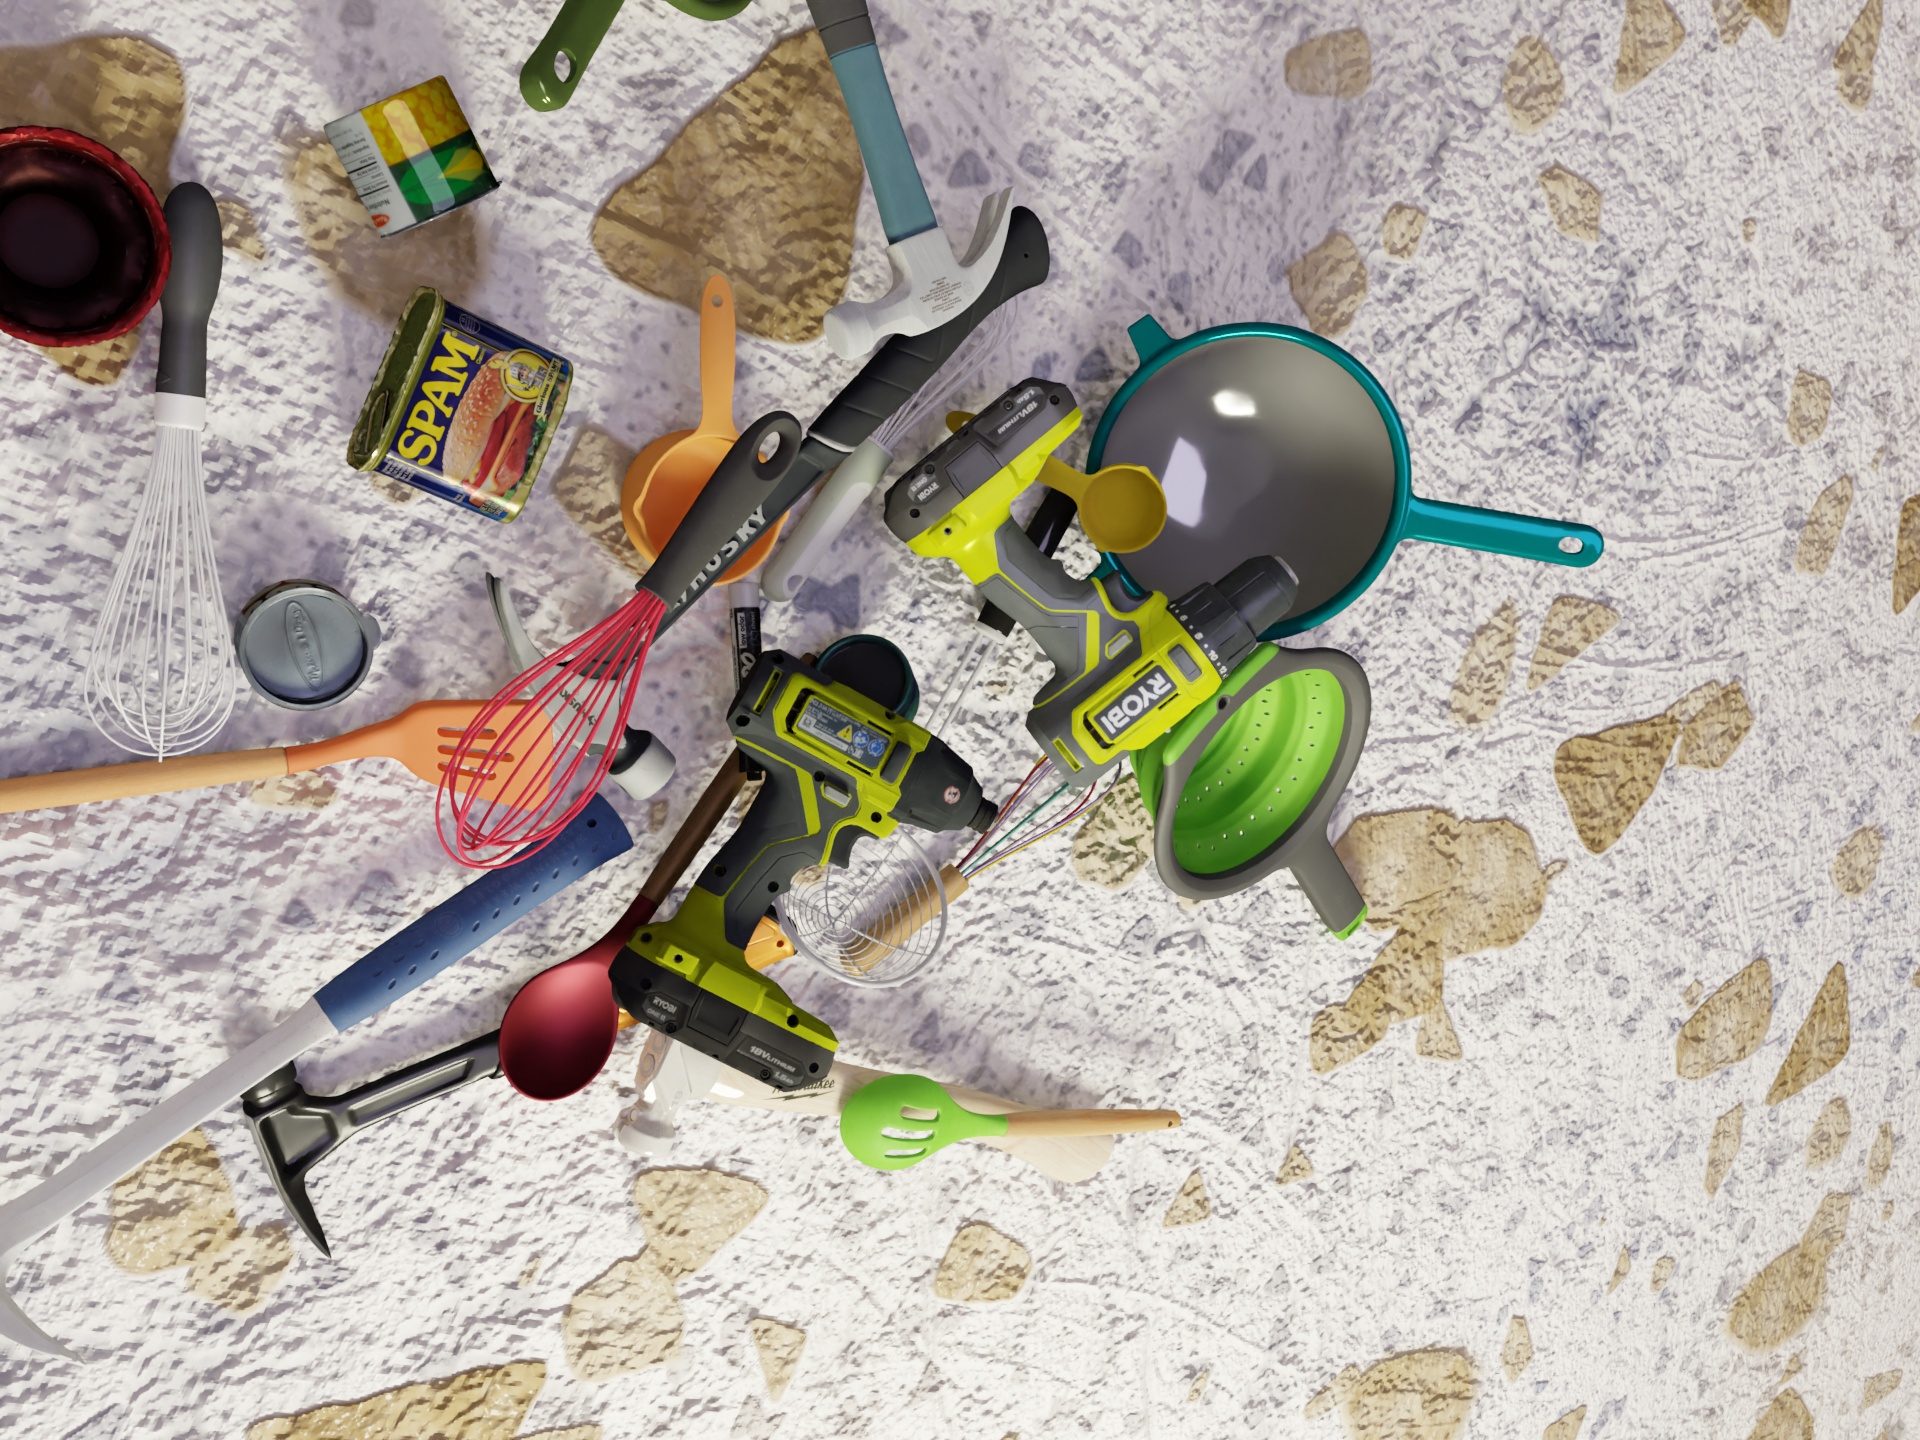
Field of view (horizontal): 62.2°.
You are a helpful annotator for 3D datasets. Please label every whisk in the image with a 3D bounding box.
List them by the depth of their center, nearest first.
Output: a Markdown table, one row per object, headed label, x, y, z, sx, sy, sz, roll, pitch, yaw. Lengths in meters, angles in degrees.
| label | x | y | z | sx | sy | sz | roll | pitch | yaw |
| --- | --- | --- | --- | --- | --- | --- | --- | --- | --- |
| whisk | -0.386 | -0.120 | 0.784 | 0.070 | 0.070 | 0.284 | 3 | 97 | -32 |
| whisk | -0.171 | -0.048 | 0.830 | 0.073 | 0.073 | 0.296 | 44 | 71 | -32 |
| whisk | -0.046 | -0.174 | 0.981 | 0.246 | 0.059 | 0.057 | -54 | 151 | -2 |
| whisk | 0.014 | 0.091 | 1.100 | 0.245 | 0.051 | 0.047 | -39 | 99 | -12 |

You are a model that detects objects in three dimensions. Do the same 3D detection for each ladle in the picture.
| label | x | y | z | sx | sy | sz | roll | pitch | yaw |
| --- | --- | --- | --- | --- | --- | --- | --- | --- | --- |
| ladle | -0.175 | 0.087 | 0.964 | 0.069 | 0.031 | 0.315 | 40 | 72 | -23 |

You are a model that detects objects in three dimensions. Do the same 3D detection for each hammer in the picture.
| label | x | y | z | sx | sy | sz | roll | pitch | yaw |
| --- | --- | --- | --- | --- | --- | --- | --- | --- | --- |
| hammer | -0.063 | -0.372 | 0.851 | 0.128 | 0.033 | 0.331 | -26 | 107 | -22 |
| hammer | -0.352 | 0.172 | 0.867 | 0.405 | 0.144 | 0.035 | -36 | 161 | -24 |
| hammer | -0.091 | -0.149 | 0.905 | 0.409 | 0.036 | 0.149 | -48 | 121 | -13 |
| hammer | -0.251 | 0.197 | 0.969 | 0.337 | 0.034 | 0.127 | -21 | 113 | -25 |
| hammer | -0.035 | 0.253 | 1.093 | 0.410 | 0.038 | 0.146 | 23 | 93 | -39 |

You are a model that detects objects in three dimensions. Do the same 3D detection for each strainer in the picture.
| label | x | y | z | sx | sy | sz | roll | pitch | yaw |
| --- | --- | --- | --- | --- | --- | --- | --- | --- | --- |
| strainer | -0.179 | -0.385 | 0.786 | 0.151 | 0.069 | 0.257 | 51 | 46 | -46 |
| strainer | 0.253 | -0.154 | 1.075 | 0.340 | 0.095 | 0.211 | 10 | 109 | 1 |

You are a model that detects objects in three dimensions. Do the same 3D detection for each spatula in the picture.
| label | x | y | z | sx | sy | sz | roll | pitch | yaw |
| --- | --- | --- | --- | --- | --- | --- | --- | --- | --- |
| spatula | -0.381 | 0.030 | 0.838 | 0.322 | 0.041 | 0.081 | -8 | 132 | -27 |

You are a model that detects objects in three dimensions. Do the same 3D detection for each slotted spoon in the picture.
| label | x | y | z | sx | sy | sz | roll | pitch | yaw |
| --- | --- | --- | --- | --- | --- | --- | --- | --- | --- |
| slotted spoon | 0.049 | 0.284 | 1.127 | 0.313 | 0.031 | 0.070 | 11 | 101 | -40 |

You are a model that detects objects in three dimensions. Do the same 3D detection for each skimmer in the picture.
| label | x | y | z | sx | sy | sz | roll | pitch | yaw |
| --- | --- | --- | --- | --- | --- | --- | --- | --- | --- |
| skimmer | -0.002 | -0.003 | 1.027 | 0.127 | 0.090 | 0.363 | 30 | 86 | -15 |

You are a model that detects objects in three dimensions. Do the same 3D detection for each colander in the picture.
| label | x | y | z | sx | sy | sz | roll | pitch | yaw |
| --- | --- | --- | --- | --- | --- | --- | --- | --- | --- |
| colander | 0.223 | 0.059 | 1.194 | 0.204 | 0.095 | 0.396 | -46 | 140 | -5 |

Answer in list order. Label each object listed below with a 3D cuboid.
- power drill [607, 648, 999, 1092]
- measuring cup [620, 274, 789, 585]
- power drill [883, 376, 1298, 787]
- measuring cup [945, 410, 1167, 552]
| label | x | y | z | sx | sy | sz | roll | pitch | yaw |
| --- | --- | --- | --- | --- | --- | --- | --- | --- | --- |
| power drill | -0.090 | 0.093 | 0.930 | 0.171 | 0.080 | 0.223 | 29 | 81 | -12 |
| measuring cup | -0.151 | -0.166 | 0.916 | 0.095 | 0.052 | 0.173 | -4 | 103 | -31 |
| power drill | 0.080 | -0.097 | 0.986 | 0.190 | 0.080 | 0.228 | -39 | 100 | 3 |
| measuring cup | 0.062 | -0.162 | 1.030 | 0.156 | 0.029 | 0.062 | 28 | 109 | 1 |
